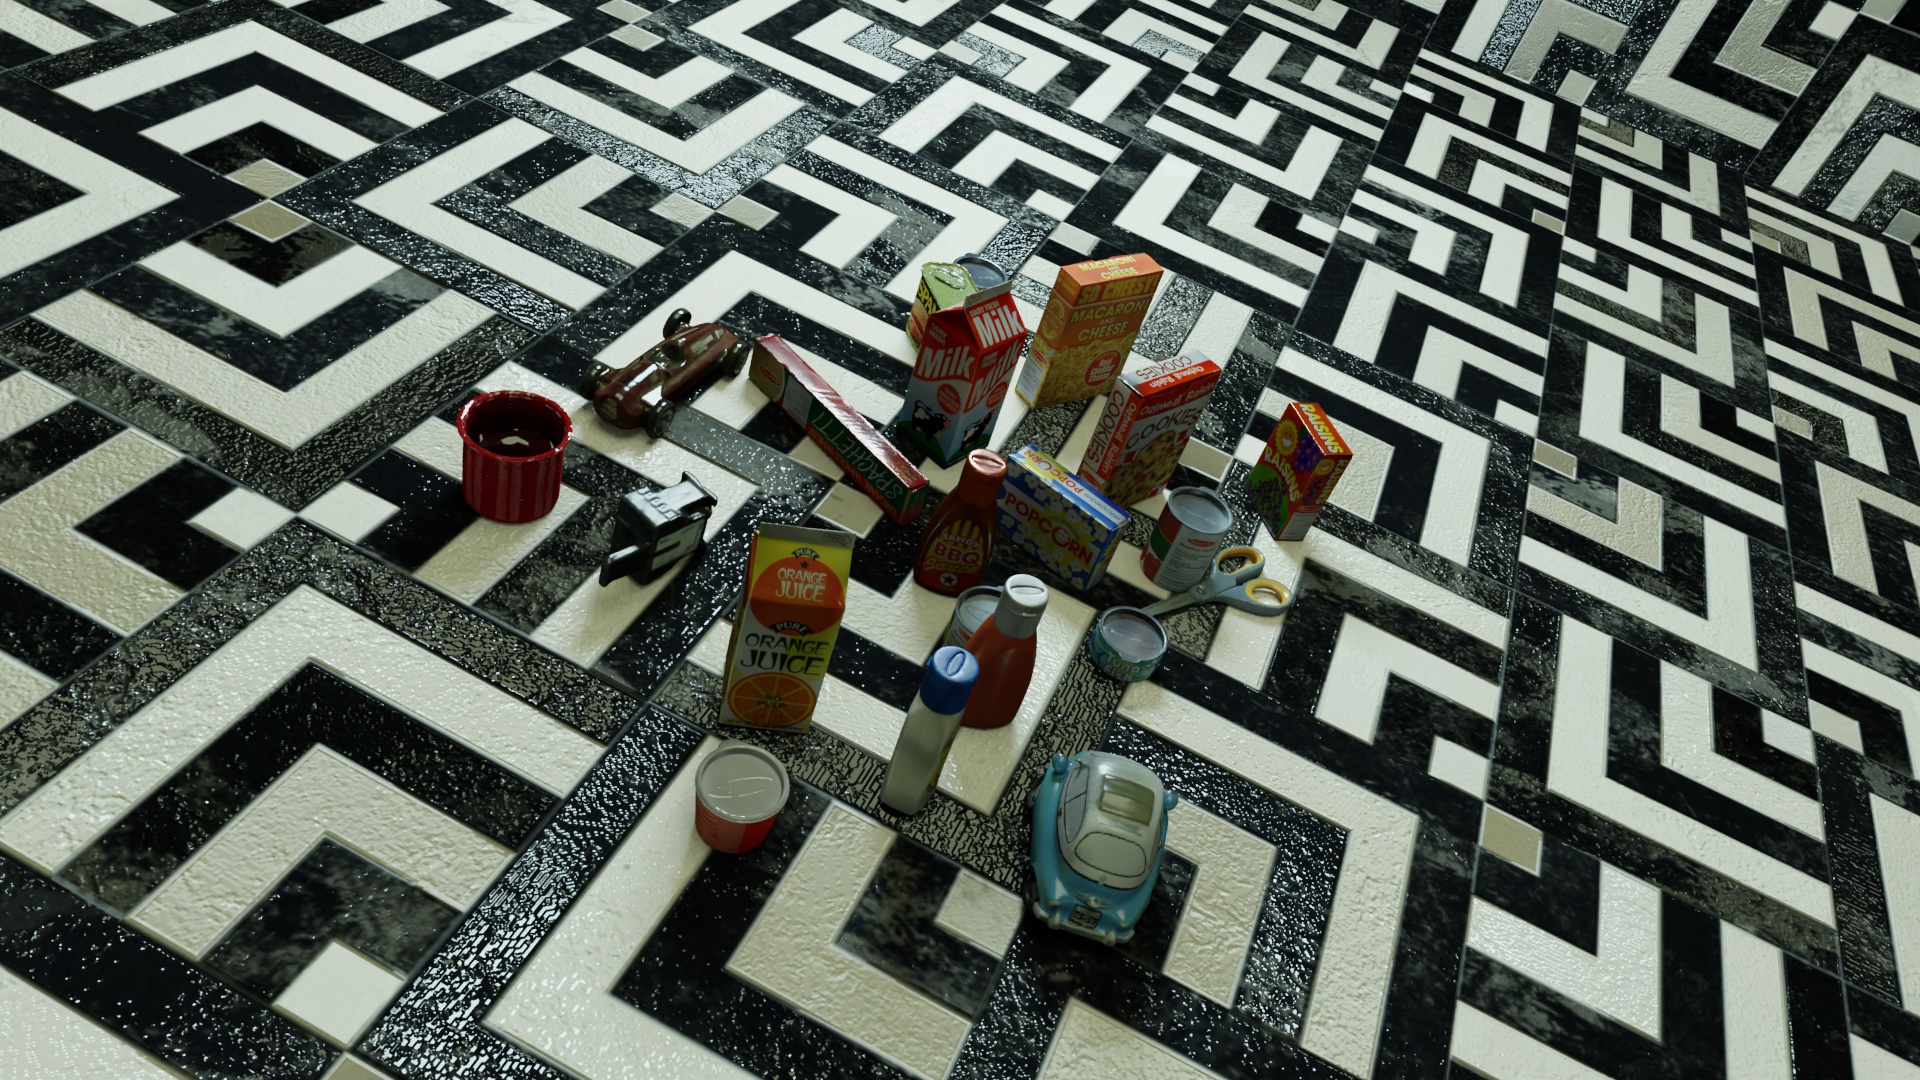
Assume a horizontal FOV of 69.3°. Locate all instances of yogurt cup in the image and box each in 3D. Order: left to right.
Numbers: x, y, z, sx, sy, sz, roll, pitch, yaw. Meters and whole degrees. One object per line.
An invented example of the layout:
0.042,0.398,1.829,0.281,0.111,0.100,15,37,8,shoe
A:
-0.163,0.191,1.012,0.072,0.053,0.073,11,41,-10,yogurt cup

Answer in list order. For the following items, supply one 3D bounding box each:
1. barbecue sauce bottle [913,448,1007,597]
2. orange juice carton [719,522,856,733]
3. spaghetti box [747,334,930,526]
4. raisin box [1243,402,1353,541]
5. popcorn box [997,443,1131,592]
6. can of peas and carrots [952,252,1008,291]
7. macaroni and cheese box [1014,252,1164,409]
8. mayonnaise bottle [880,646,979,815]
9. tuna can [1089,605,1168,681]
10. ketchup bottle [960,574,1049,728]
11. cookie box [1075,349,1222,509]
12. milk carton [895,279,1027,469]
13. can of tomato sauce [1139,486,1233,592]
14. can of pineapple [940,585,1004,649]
0.004,-0.015,1.232,0.065,0.147,0.044,15,41,-5,barbecue sauce bottle
-0.134,0.059,1.063,0.072,0.191,0.073,9,42,-13,orange juice carton
-0.122,-0.111,1.361,0.029,0.049,0.250,-24,57,-39,spaghetti box
0.351,-0.071,1.450,0.040,0.122,0.086,0,44,-21,raisin box
0.092,-0.022,1.322,0.127,0.084,0.038,38,44,19,popcorn box
0.014,-0.288,1.602,0.071,0.058,0.071,11,41,-10,can of peas and carrots
0.138,-0.227,1.502,0.124,0.165,0.040,-17,53,-35,macaroni and cheese box
-0.022,0.142,1.050,0.041,0.147,0.065,25,41,6,mayonnaise bottle
0.152,0.095,1.258,0.071,0.032,0.071,11,41,-10,tuna can
0.034,0.091,1.127,0.065,0.148,0.044,4,43,-18,ketchup bottle
0.181,-0.102,1.383,0.123,0.166,0.040,-23,56,-38,cookie box
0.004,-0.171,1.370,0.073,0.189,0.073,40,45,22,milk carton
0.219,-0.002,1.352,0.071,0.082,0.071,11,41,-10,can of tomato sauce
0.022,0.082,1.202,0.071,0.057,0.071,11,41,-10,can of pineapple
